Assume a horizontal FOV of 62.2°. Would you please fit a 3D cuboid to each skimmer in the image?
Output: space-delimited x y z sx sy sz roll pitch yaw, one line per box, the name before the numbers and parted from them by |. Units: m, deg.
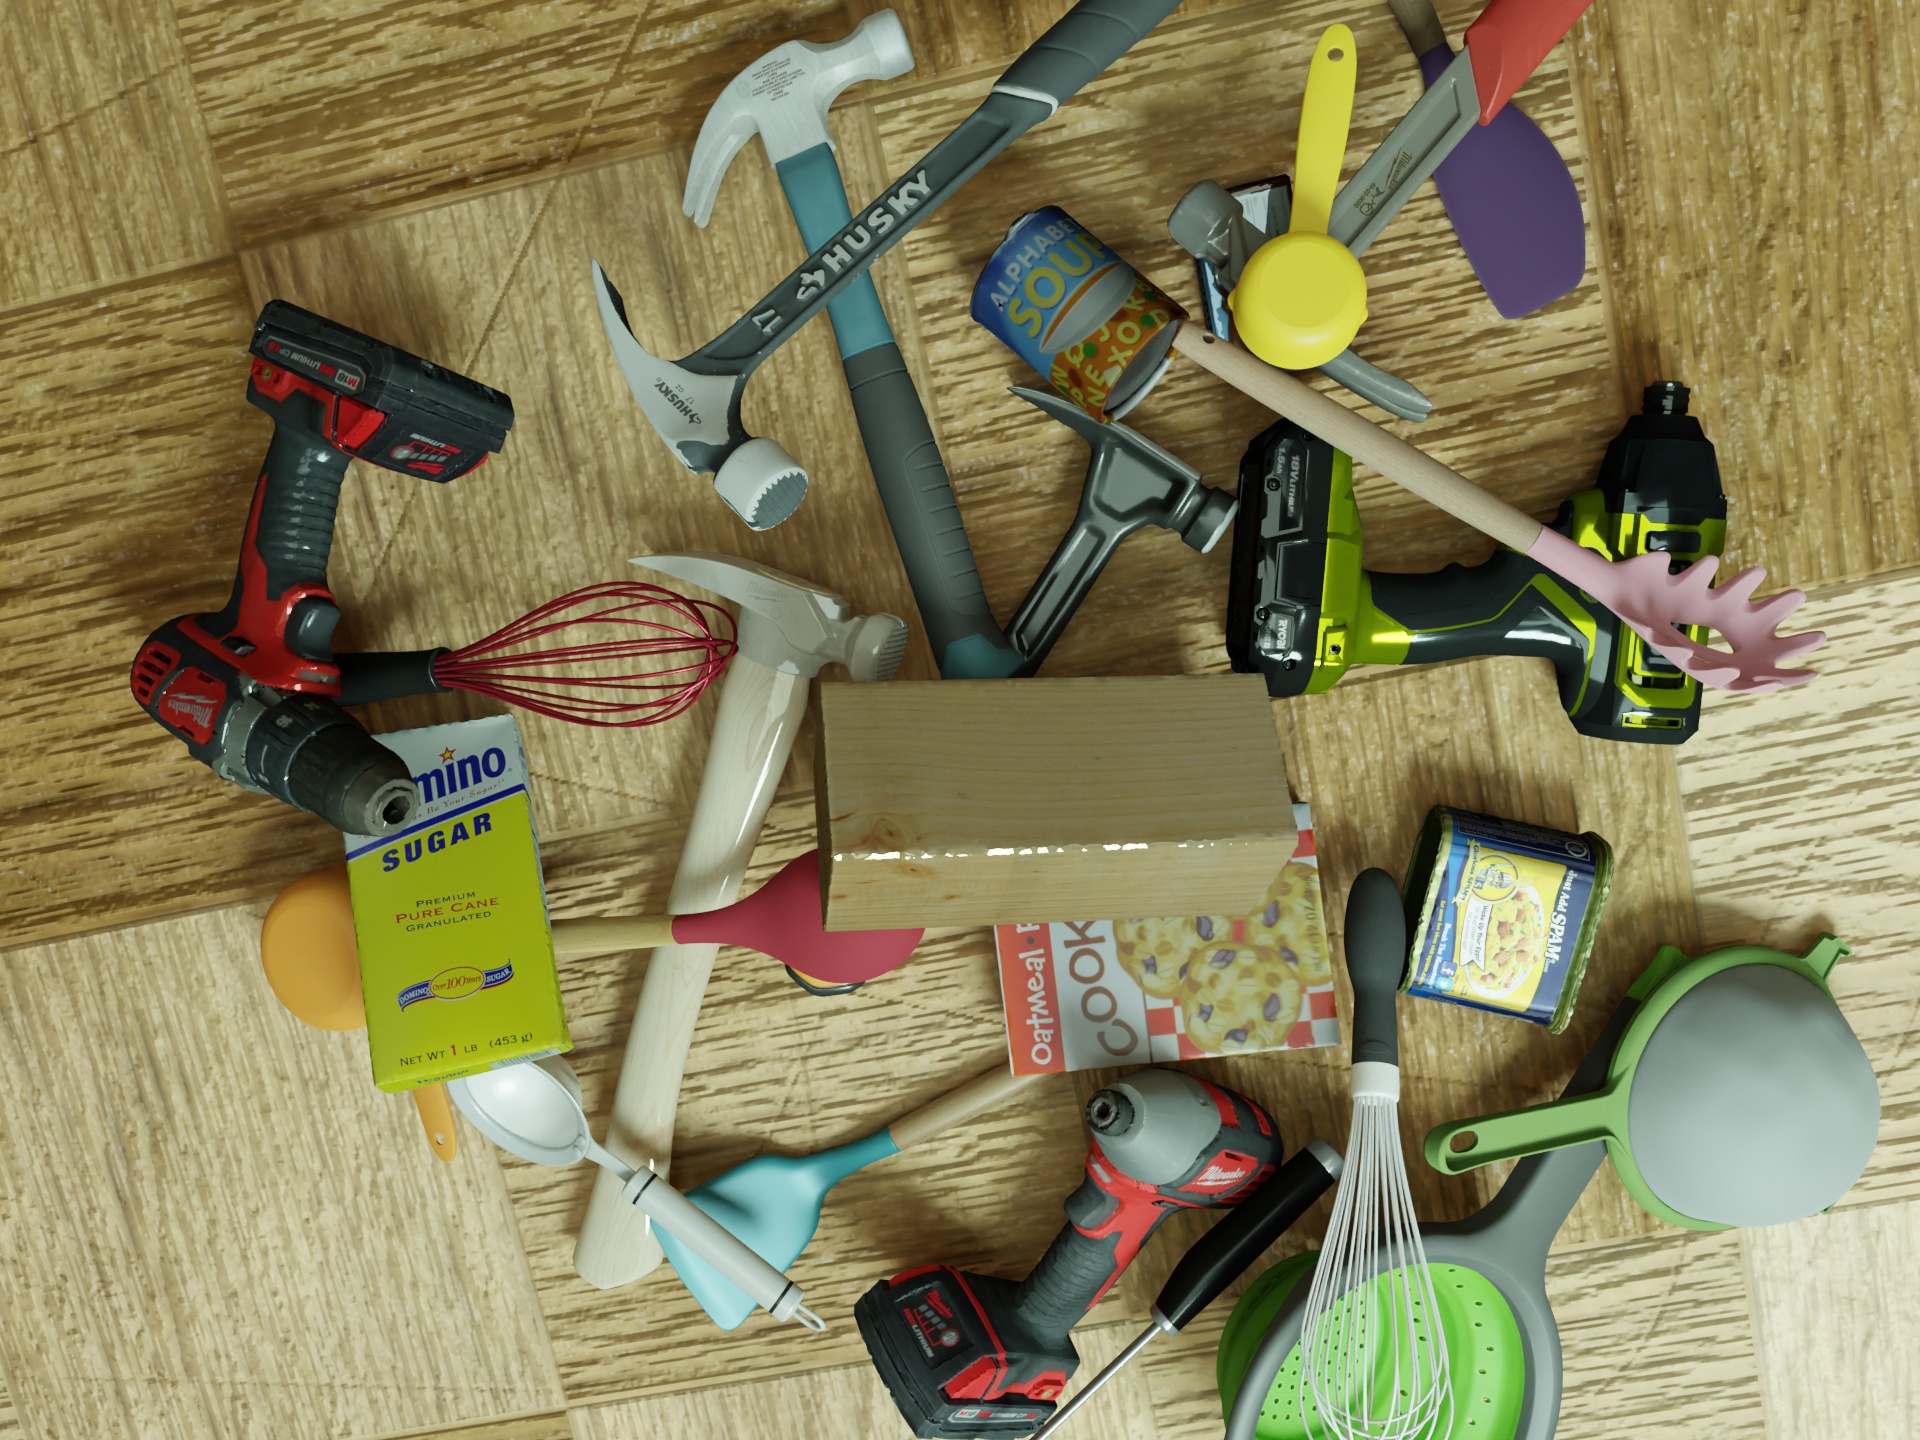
skimmer | 0.077 0.362 0.789 0.363 0.127 0.090 -42 84 -6

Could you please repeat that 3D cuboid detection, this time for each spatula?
spatula | -0.012 0.220 0.857 0.317 0.044 0.082 -29 101 8
spatula | 0.213 -0.341 0.748 0.060 0.018 0.316 -28 98 6

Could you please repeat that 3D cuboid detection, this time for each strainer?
strainer | -0.174 0.237 0.832 0.258 0.050 0.086 36 131 6
strainer | 0.350 0.196 0.768 0.256 0.069 0.151 -5 99 -18

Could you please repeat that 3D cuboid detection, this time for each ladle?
ladle | -0.166 0.107 0.817 0.315 0.031 0.069 -6 93 22

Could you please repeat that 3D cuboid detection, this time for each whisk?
whisk | -0.243 -0.027 0.797 0.296 0.073 0.073 -4 101 21
whisk | 0.196 0.202 0.746 0.070 0.070 0.285 6 65 3

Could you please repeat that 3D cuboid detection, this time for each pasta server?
pasta server | 0.236 -0.099 0.710 0.316 0.040 0.060 30 63 -1

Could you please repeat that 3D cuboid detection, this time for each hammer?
hammer | 0.010 -0.269 0.719 0.409 0.036 0.149 -43 72 -5
hammer | -0.038 -0.164 0.768 0.128 0.033 0.331 -19 89 9
hammer | -0.153 0.115 0.845 0.146 0.038 0.410 21 105 14
hammer | 0.264 -0.312 0.715 0.149 0.036 0.359 41 93 8
hammer | -0.001 -0.003 0.816 0.127 0.034 0.337 33 103 3

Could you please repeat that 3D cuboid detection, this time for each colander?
colander | 0.248 0.278 0.831 0.204 0.094 0.397 39 83 -23

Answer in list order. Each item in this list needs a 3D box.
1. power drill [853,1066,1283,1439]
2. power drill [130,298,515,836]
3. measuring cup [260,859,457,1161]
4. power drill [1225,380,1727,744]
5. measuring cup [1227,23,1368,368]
power drill | 0.056 0.266 0.815 0.219 0.079 0.143 -48 139 11
power drill | -0.298 -0.068 0.762 0.188 0.080 0.226 26 95 30
measuring cup | -0.313 0.160 0.844 0.095 0.052 0.173 -19 89 23
power drill | 0.248 -0.082 0.767 0.223 0.080 0.171 4 96 0
measuring cup | 0.156 -0.233 0.694 0.062 0.029 0.156 8 88 6
